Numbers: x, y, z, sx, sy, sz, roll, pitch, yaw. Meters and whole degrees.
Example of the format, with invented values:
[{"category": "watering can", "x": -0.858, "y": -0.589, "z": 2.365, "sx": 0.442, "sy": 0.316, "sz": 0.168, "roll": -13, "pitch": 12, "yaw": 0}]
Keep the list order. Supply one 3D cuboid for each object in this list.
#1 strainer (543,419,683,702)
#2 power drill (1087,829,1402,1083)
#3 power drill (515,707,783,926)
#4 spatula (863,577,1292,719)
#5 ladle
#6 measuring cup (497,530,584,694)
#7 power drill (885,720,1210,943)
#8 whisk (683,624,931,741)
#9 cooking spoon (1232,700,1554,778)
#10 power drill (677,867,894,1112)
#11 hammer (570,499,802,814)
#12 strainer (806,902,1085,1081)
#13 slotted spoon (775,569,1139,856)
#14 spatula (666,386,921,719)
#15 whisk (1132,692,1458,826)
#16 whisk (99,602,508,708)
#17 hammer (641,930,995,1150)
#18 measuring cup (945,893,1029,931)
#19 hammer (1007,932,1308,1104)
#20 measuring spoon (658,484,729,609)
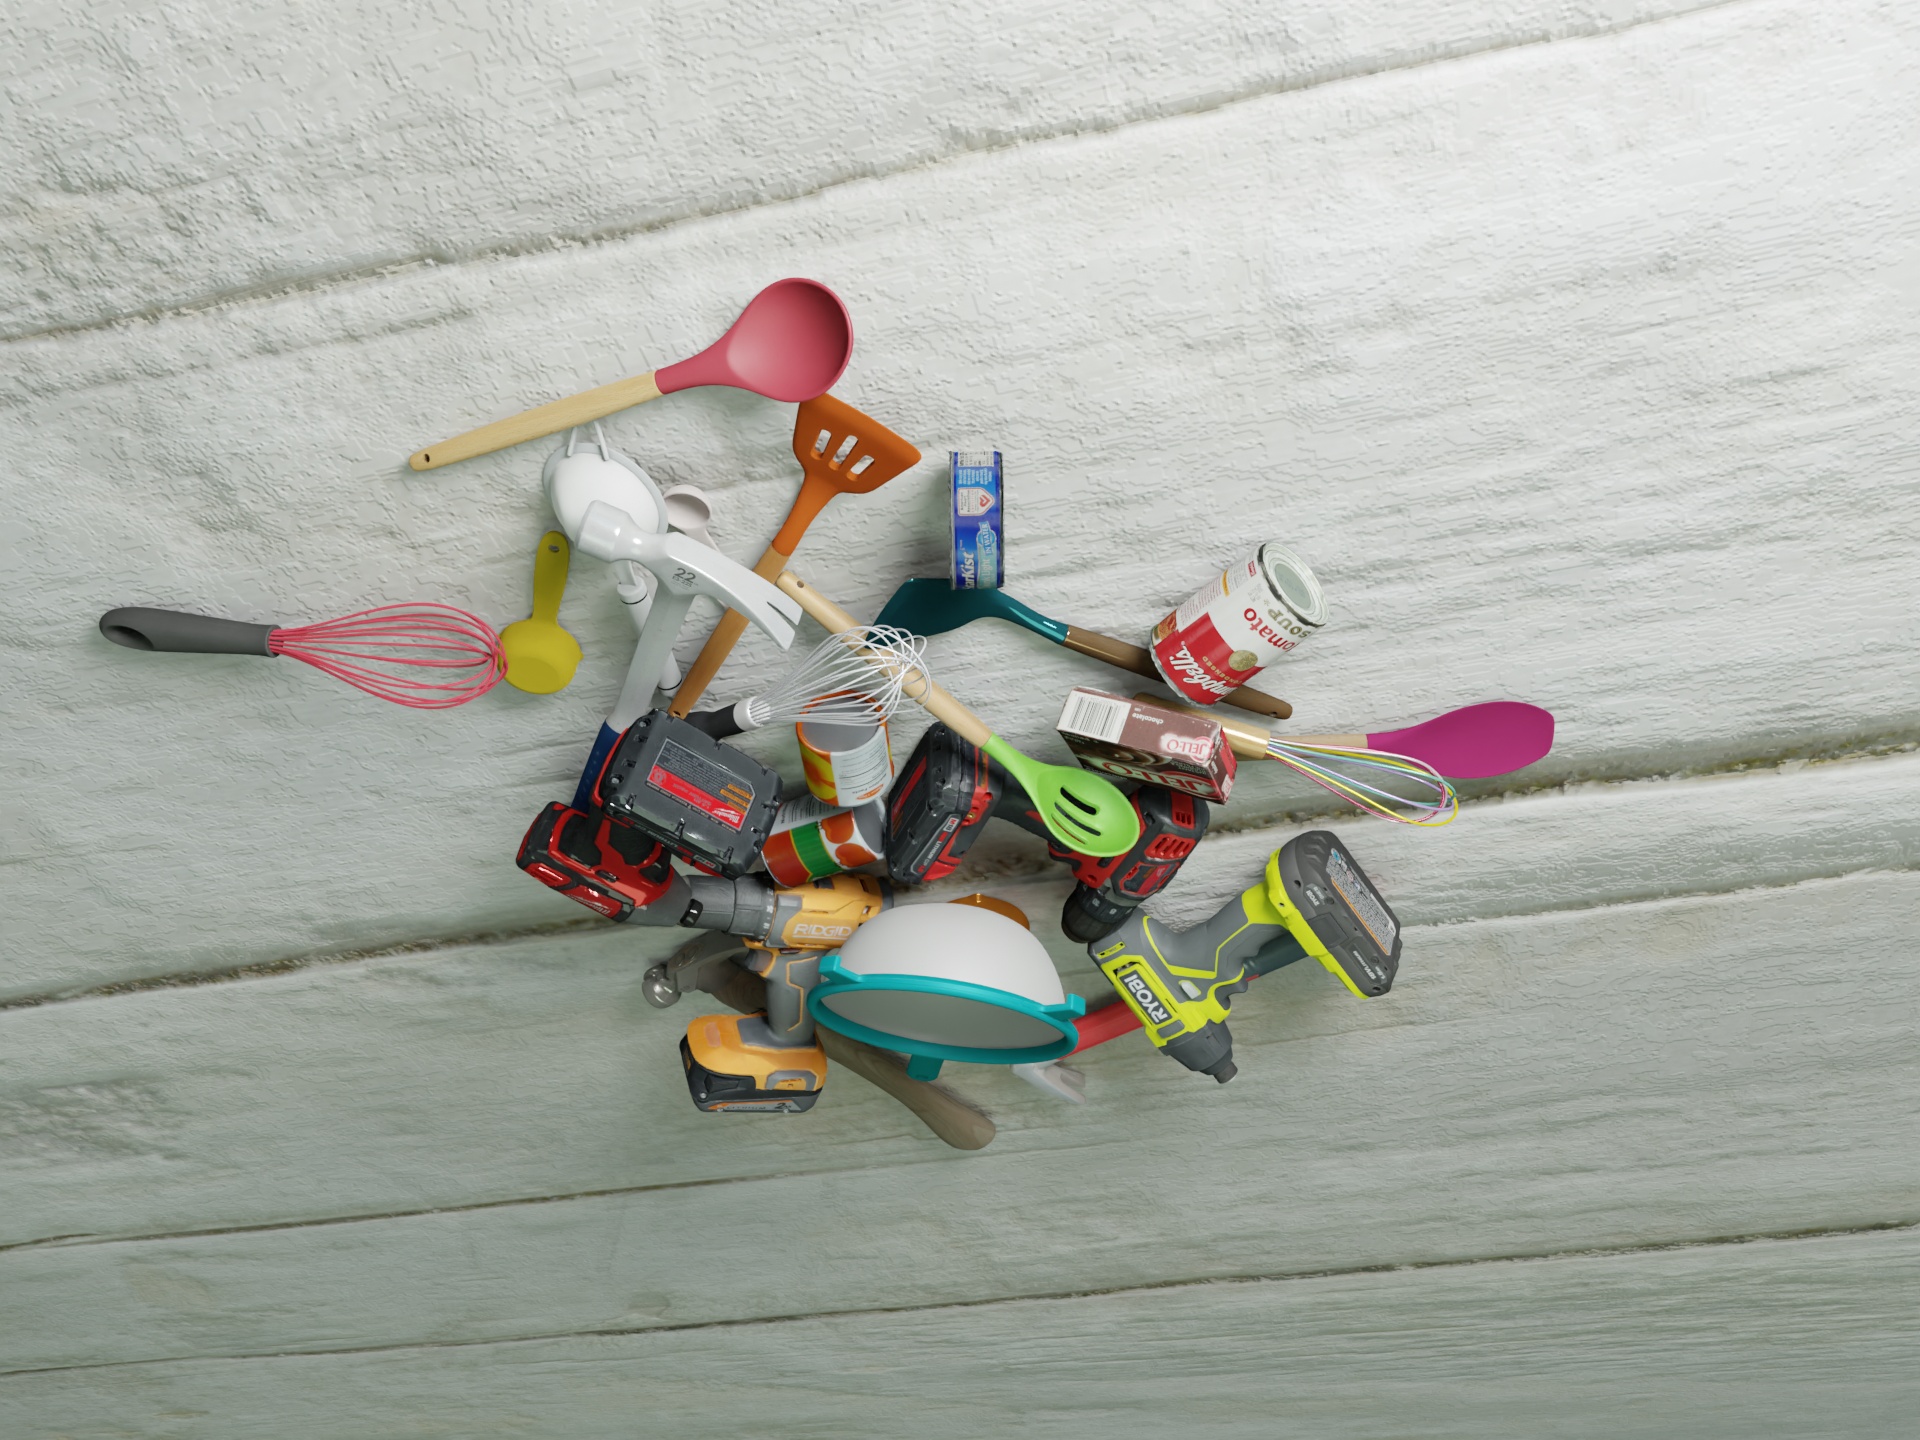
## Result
[{"category": "strainer", "x": -0.221, "y": -0.091, "z": 1.061, "sx": 0.087, "sy": 0.050, "sz": 0.258, "roll": 9, "pitch": 143, "yaw": 16}, {"category": "power drill", "x": 0.237, "y": 0.198, "z": 1.295, "sx": 0.223, "sy": 0.080, "sz": 0.171, "roll": -33, "pitch": 100, "yaw": 31}, {"category": "power drill", "x": -0.219, "y": 0.086, "z": 1.132, "sx": 0.143, "sy": 0.079, "sz": 0.219, "roll": 31, "pitch": 145, "yaw": -17}, {"category": "spatula", "x": 0.093, "y": -0.042, "z": 1.096, "sx": 0.317, "sy": 0.044, "sz": 0.082, "roll": 17, "pitch": 142, "yaw": -17}, {"category": "ladle", "x": -0.201, "y": -0.194, "z": 0.951, "sx": 0.315, "sy": 0.031, "sz": 0.069, "roll": -12, "pitch": 96, "yaw": 20}, {"category": "measuring cup", "x": -0.285, "y": -0.070, "z": 1.085, "sx": 0.062, "sy": 0.029, "sz": 0.156, "roll": 13, "pitch": 142, "yaw": -11}, {"category": "power drill", "x": 0.057, "y": 0.098, "z": 1.231, "sx": 0.226, "sy": 0.080, "sz": 0.187, "roll": 14, "pitch": 137, "yaw": -17}, {"category": "whisk", "x": -0.123, "y": -0.010, "z": 1.096, "sx": 0.284, "sy": 0.070, "sz": 0.070, "roll": -16, "pitch": 137, "yaw": 44}, {"category": "cooking spoon", "x": 0.273, "y": 0.018, "z": 1.172, "sx": 0.319, "sy": 0.017, "sz": 0.068, "roll": -3, "pitch": 126, "yaw": 6}, {"category": "power drill", "x": -0.171, "y": 0.217, "z": 1.313, "sx": 0.185, "sy": 0.084, "sz": 0.226, "roll": 7, "pitch": 119, "yaw": -25}, {"category": "hammer", "x": -0.228, "y": 0.001, "z": 1.115, "sx": 0.144, "sy": 0.035, "sz": 0.405, "roll": 23, "pitch": 144, "yaw": -10}, {"category": "strainer", "x": -0.015, "y": 0.221, "z": 1.295, "sx": 0.211, "sy": 0.095, "sz": 0.340, "roll": 9, "pitch": 157, "yaw": -2}, {"category": "slotted spoon", "x": -0.002, "y": -0.004, "z": 1.106, "sx": 0.313, "sy": 0.070, "sz": 0.031, "roll": 38, "pitch": 138, "yaw": -14}, {"category": "spatula", "x": -0.130, "y": -0.092, "z": 1.041, "sx": 0.081, "sy": 0.041, "sz": 0.322, "roll": 30, "pitch": 129, "yaw": -12}, {"category": "whisk", "x": 0.239, "y": 0.026, "z": 1.139, "sx": 0.245, "sy": 0.047, "sz": 0.051, "roll": 17, "pitch": 166, "yaw": 2}, {"category": "whisk", "x": -0.457, "y": -0.052, "z": 1.103, "sx": 0.296, "sy": 0.073, "sz": 0.073, "roll": 6, "pitch": 138, "yaw": 6}, {"category": "hammer", "x": -0.099, "y": 0.308, "z": 1.496, "sx": 0.146, "sy": 0.038, "sz": 0.410, "roll": -29, "pitch": 129, "yaw": 28}, {"category": "measuring cup", "x": -0.027, "y": 0.197, "z": 1.356, "sx": 0.173, "sy": 0.052, "sz": 0.095, "roll": -2, "pitch": 138, "yaw": 1}, {"category": "hammer", "x": 0.206, "y": 0.247, "z": 1.414, "sx": 0.386, "sy": 0.038, "sz": 0.143, "roll": -30, "pitch": 130, "yaw": 30}, {"category": "measuring spoon", "x": -0.166, "y": -0.114, "z": 1.054, "sx": 0.034, "sy": 0.018, "sz": 0.124, "roll": -3, "pitch": 144, "yaw": 12}]
